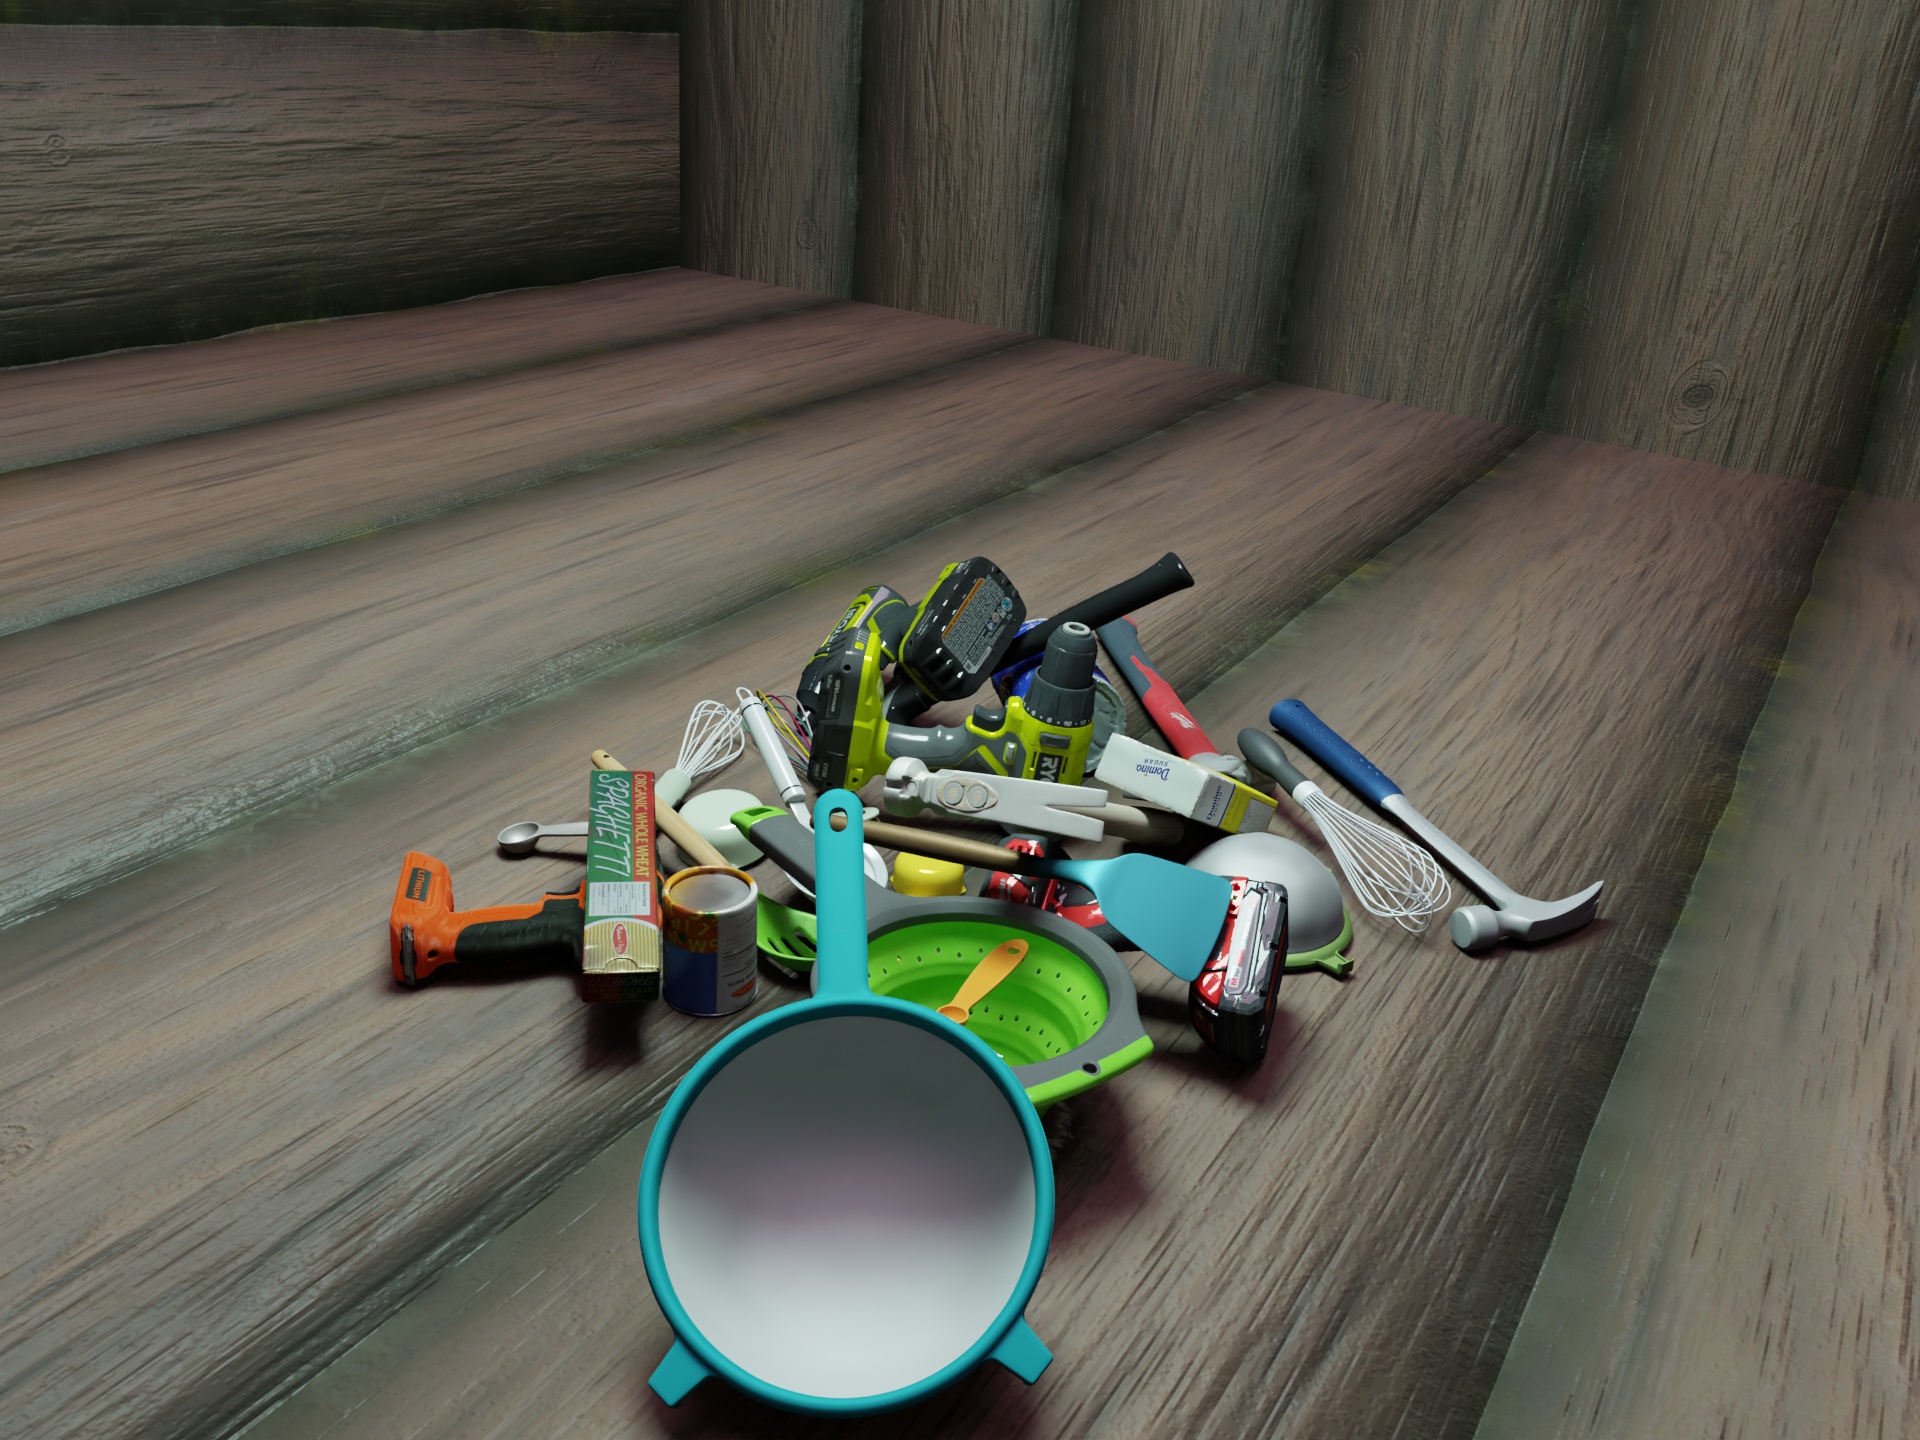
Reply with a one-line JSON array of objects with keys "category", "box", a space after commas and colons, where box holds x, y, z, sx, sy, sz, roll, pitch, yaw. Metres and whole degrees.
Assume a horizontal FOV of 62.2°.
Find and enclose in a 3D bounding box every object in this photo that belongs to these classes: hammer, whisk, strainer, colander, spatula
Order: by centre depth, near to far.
[{"category": "strainer", "box": [-0.062, 0.205, 0.873, 0.211, 0.095, 0.341, -3, 58, -2]}, {"category": "colander", "box": [-0.044, 0.172, 1.068, 0.204, 0.094, 0.397, -14, 30, -35]}, {"category": "spatula", "box": [0.029, 0.105, 1.119, 0.318, 0.044, 0.082, 10, 55, 29]}, {"category": "hammer", "box": [0.099, 0.071, 1.162, 0.146, 0.038, 0.410, 7, -3, 25]}, {"category": "strainer", "box": [0.182, 0.121, 1.243, 0.256, 0.069, 0.152, 7, 25, 3]}, {"category": "strainer", "box": [-0.129, 0.068, 1.263, 0.086, 0.050, 0.259, -4, 50, -34]}, {"category": "whisk", "box": [0.309, 0.082, 1.331, 0.070, 0.070, 0.285, -6, 31, -22]}, {"category": "whisk", "box": [-0.239, 0.049, 1.365, 0.058, 0.059, 0.246, -34, 15, 27]}, {"category": "whisk", "box": [-0.133, 0.036, 1.408, 0.051, 0.047, 0.245, -9, 31, -28]}, {"category": "hammer", "box": [0.395, 0.078, 1.411, 0.144, 0.035, 0.406, -5, 26, -18]}, {"category": "hammer", "box": [0.062, -0.067, 1.445, 0.335, 0.035, 0.146, -25, 28, 27]}, {"category": "hammer", "box": [0.182, -0.025, 1.595, 0.143, 0.038, 0.387, -3, 26, -11]}]

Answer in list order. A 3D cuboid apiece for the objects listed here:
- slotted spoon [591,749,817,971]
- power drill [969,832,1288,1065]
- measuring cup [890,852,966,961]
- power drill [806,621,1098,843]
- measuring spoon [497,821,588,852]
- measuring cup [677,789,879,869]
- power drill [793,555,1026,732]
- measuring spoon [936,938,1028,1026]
[{"category": "slotted spoon", "box": [-0.193, 0.104, 1.219, 0.070, 0.031, 0.314, -13, 38, -44]}, {"category": "power drill", "box": [0.110, 0.162, 1.108, 0.220, 0.078, 0.143, 9, 54, 19]}, {"category": "measuring cup", "box": [-0.035, 0.138, 1.217, 0.062, 0.029, 0.156, 8, 23, 9]}, {"category": "power drill", "box": [-0.002, -0.004, 1.314, 0.228, 0.190, 0.080, 10, 26, -2]}, {"category": "measuring spoon", "box": [-0.306, 0.093, 1.264, 0.124, 0.018, 0.034, -4, 25, 7]}, {"category": "measuring cup", "box": [-0.149, 0.077, 1.295, 0.167, 0.038, 0.083, -11, 30, -11]}, {"category": "power drill", "box": [-0.057, -0.065, 1.476, 0.223, 0.080, 0.171, -12, 38, 50]}, {"category": "measuring spoon", "box": [0.015, 0.162, 0.975, 0.021, 0.011, 0.117, 13, 22, 21]}]
